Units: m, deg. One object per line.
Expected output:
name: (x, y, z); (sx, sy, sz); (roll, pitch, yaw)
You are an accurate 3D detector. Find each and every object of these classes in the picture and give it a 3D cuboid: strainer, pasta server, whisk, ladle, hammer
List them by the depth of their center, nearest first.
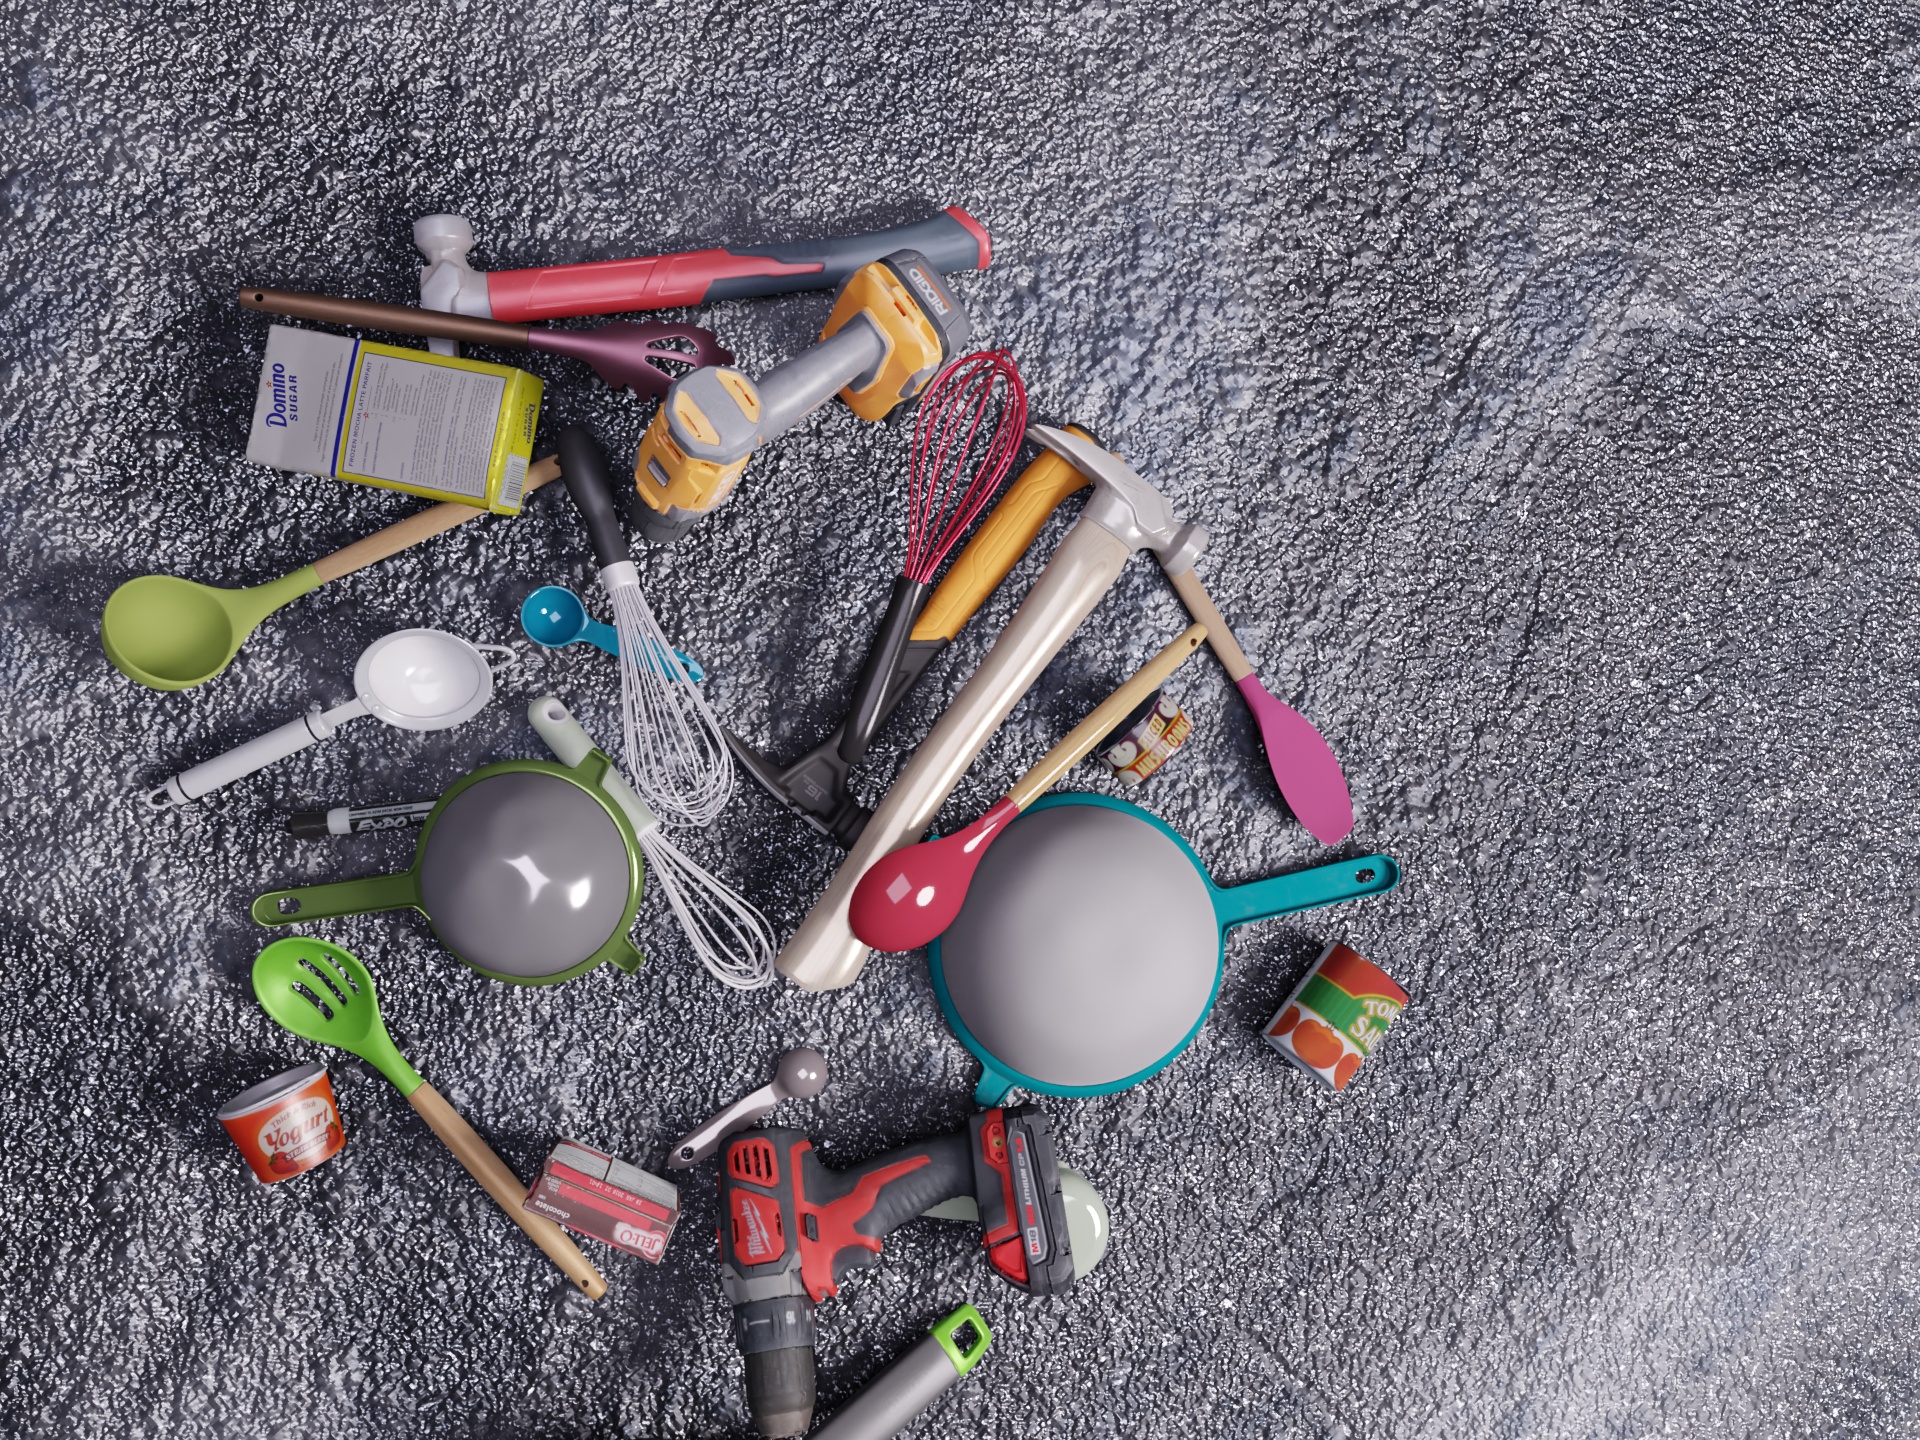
strainer: (-0.334, 0.109, 1.012); (0.256, 0.069, 0.151); (-8, 96, 1)
strainer: (-0.413, -0.003, 1.040); (0.258, 0.050, 0.086); (-26, 134, -3)
ladle: (-0.399, -0.111, 1.042); (0.320, 0.062, 0.078); (-27, 86, -11)
pasta server: (-0.308, -0.253, 1.043); (0.316, 0.040, 0.060); (7, 88, -4)
ladle: (0.053, 0.039, 1.050); (0.315, 0.031, 0.069); (-42, 114, -14)
whisk: (-0.215, -0.064, 1.051); (0.070, 0.070, 0.285); (-19, 85, -8)
whisk: (-0.025, -0.111, 1.056); (0.073, 0.073, 0.296); (21, 90, -6)
whisk: (-0.207, 0.081, 1.062); (0.246, 0.059, 0.058); (50, 45, 2)
hammer: (-0.002, -0.003, 1.065); (0.146, 0.038, 0.411); (36, 82, -8)
strainer: (0.149, 0.140, 1.077); (0.340, 0.095, 0.211); (-12, 88, -7)
hammer: (-0.168, -0.290, 1.093); (0.386, 0.038, 0.143); (-8, 89, -8)
hammer: (-0.019, -0.077, 1.101); (0.127, 0.034, 0.337); (39, 82, -5)

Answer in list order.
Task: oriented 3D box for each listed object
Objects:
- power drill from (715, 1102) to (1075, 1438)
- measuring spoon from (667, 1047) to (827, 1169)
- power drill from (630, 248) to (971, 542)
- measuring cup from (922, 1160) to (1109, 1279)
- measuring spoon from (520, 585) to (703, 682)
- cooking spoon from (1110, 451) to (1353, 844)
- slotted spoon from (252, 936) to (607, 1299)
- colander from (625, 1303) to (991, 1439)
power drill: (-0.042, 0.344, 1.017); (0.226, 0.080, 0.188); (-9, 67, 1)
measuring spoon: (-0.144, 0.264, 1.069); (0.124, 0.018, 0.034); (-34, 91, -8)
power drill: (-0.118, -0.202, 1.046); (0.226, 0.185, 0.084); (-37, 90, -27)
measuring cup: (0.020, 0.335, 1.075); (0.167, 0.038, 0.083); (12, 85, -9)
measuring spoon: (-0.236, -0.052, 1.082); (0.128, 0.021, 0.042); (22, 76, -15)
cooking spoon: (0.188, -0.053, 1.131); (0.069, 0.017, 0.319); (-30, 89, -40)
slotted spoon: (-0.340, 0.261, 1.039); (0.070, 0.031, 0.313); (-40, 94, 8)
colander: (-0.147, 0.514, 1.027); (0.397, 0.094, 0.204); (-33, 88, -26)
